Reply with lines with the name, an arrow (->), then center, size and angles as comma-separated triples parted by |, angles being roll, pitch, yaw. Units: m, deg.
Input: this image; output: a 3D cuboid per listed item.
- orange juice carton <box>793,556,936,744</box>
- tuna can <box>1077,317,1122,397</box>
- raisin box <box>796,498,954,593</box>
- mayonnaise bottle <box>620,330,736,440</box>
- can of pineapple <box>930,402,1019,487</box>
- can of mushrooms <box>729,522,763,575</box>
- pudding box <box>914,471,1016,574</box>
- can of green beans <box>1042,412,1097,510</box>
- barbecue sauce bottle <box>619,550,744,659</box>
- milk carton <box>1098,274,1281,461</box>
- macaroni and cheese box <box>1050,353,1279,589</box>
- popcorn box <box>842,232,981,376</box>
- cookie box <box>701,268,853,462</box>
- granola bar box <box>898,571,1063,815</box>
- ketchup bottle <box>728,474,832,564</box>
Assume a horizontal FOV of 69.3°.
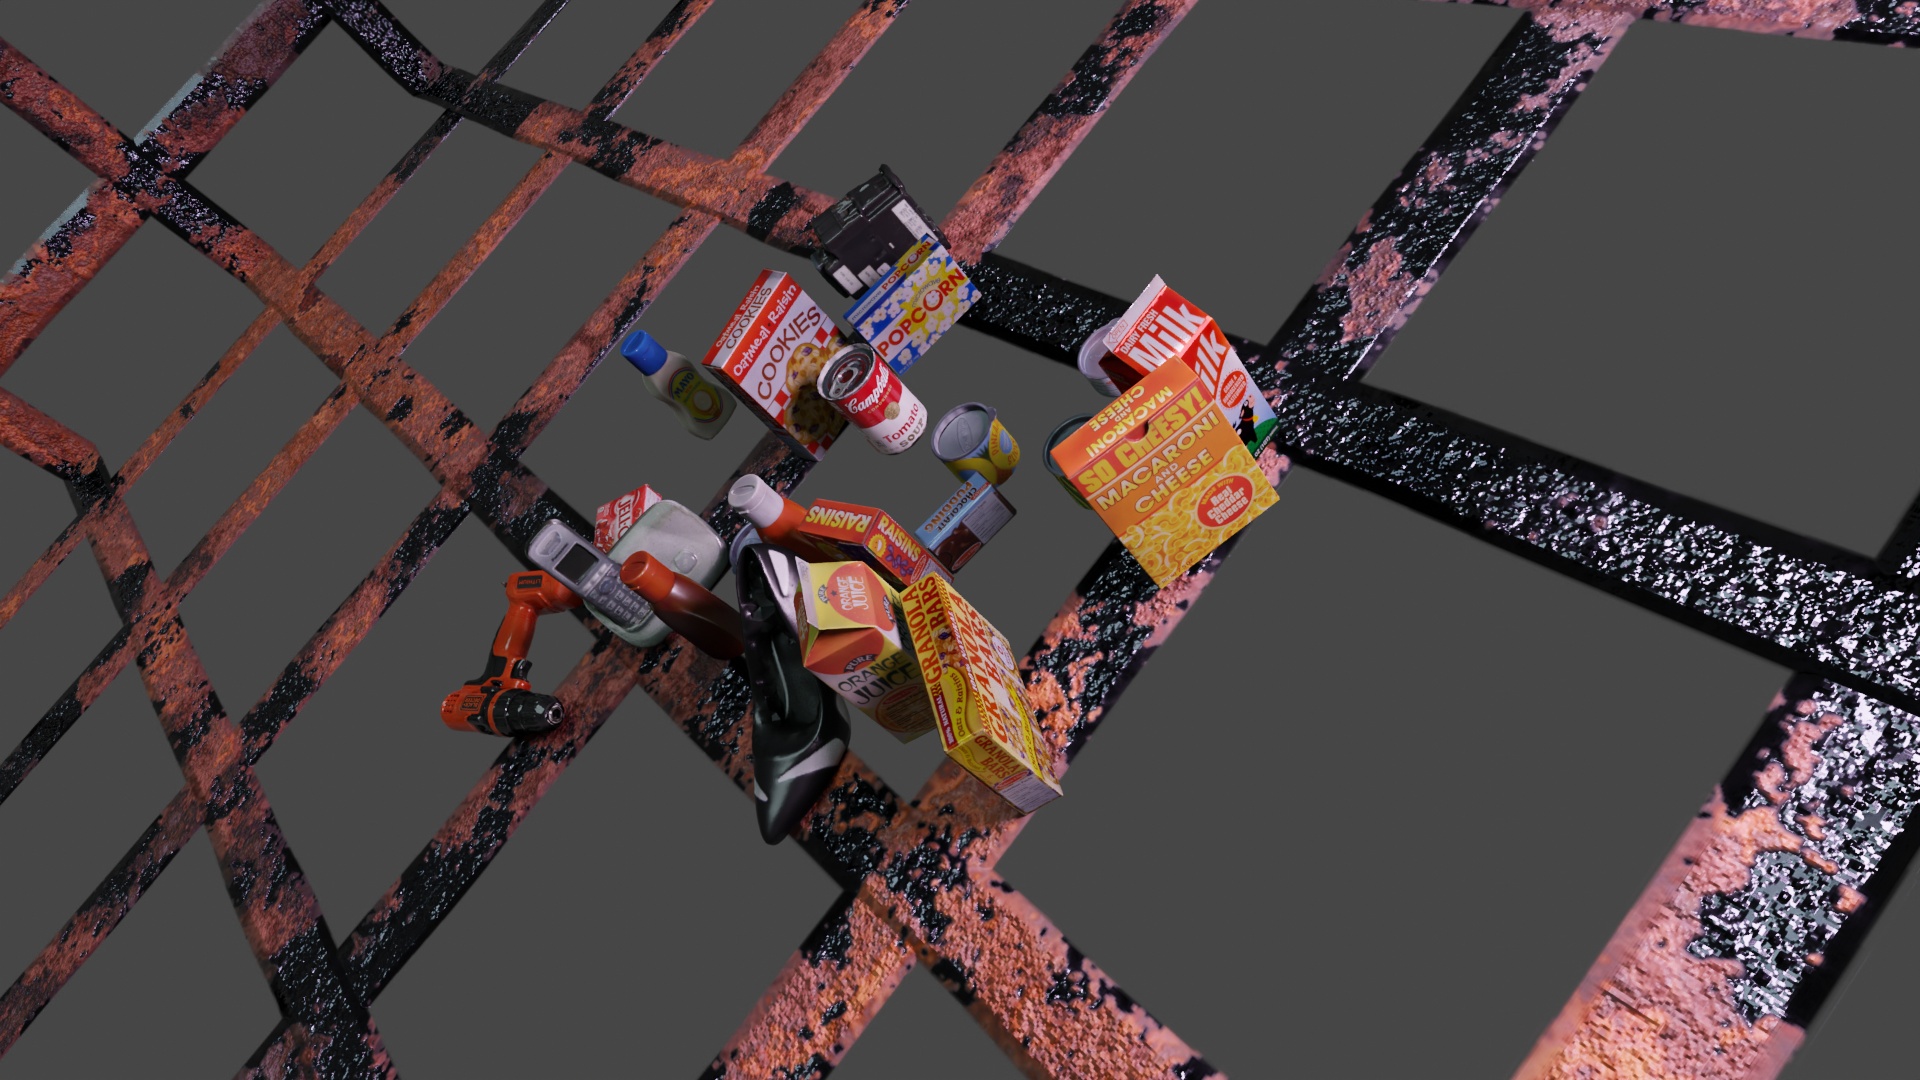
orange juice carton -> -0.074, 0.086, 1.141 | 0.073, 0.192, 0.072 | -30, 45, 16
tuna can -> 0.146, -0.170, 1.290 | 0.071, 0.032, 0.071 | -20, 49, 24
raisin box -> -0.075, 0.014, 1.248 | 0.086, 0.123, 0.040 | 11, 66, 41
mayonnaise bottle -> -0.318, -0.176, 1.555 | 0.041, 0.147, 0.065 | 21, 73, 44
can of pineapple -> 0.016, -0.087, 1.305 | 0.071, 0.057, 0.071 | -20, 49, 24
can of mushrooms -> -0.200, 0.012, 1.407 | 0.071, 0.033, 0.071 | -20, 49, 24
pudding box -> 0.005, -0.016, 1.265 | 0.084, 0.049, 0.030 | -45, 43, -1
can of green beans -> 0.114, -0.068, 1.218 | 0.071, 0.057, 0.071 | -20, 49, 24
barbecue sauce bottle -> -0.264, 0.063, 1.333 | 0.065, 0.148, 0.044 | -9, 54, 32
milk carton -> 0.178, -0.129, 1.119 | 0.072, 0.190, 0.073 | -52, 44, -7
macaroni and cheese box -> 0.163, -0.050, 1.088 | 0.123, 0.166, 0.040 | -38, 44, 7
popcorn box -> -0.050, -0.246, 1.456 | 0.127, 0.085, 0.038 | -45, 43, -1
cookie box -> -0.175, -0.180, 1.438 | 0.040, 0.167, 0.123 | 15, 68, 43
granola bar box -> 0.014, 0.121, 1.099 | 0.039, 0.124, 0.166 | -32, 45, 13
ketchup bottle -> -0.159, -0.007, 1.308 | 0.064, 0.148, 0.044 | -7, 55, 33
